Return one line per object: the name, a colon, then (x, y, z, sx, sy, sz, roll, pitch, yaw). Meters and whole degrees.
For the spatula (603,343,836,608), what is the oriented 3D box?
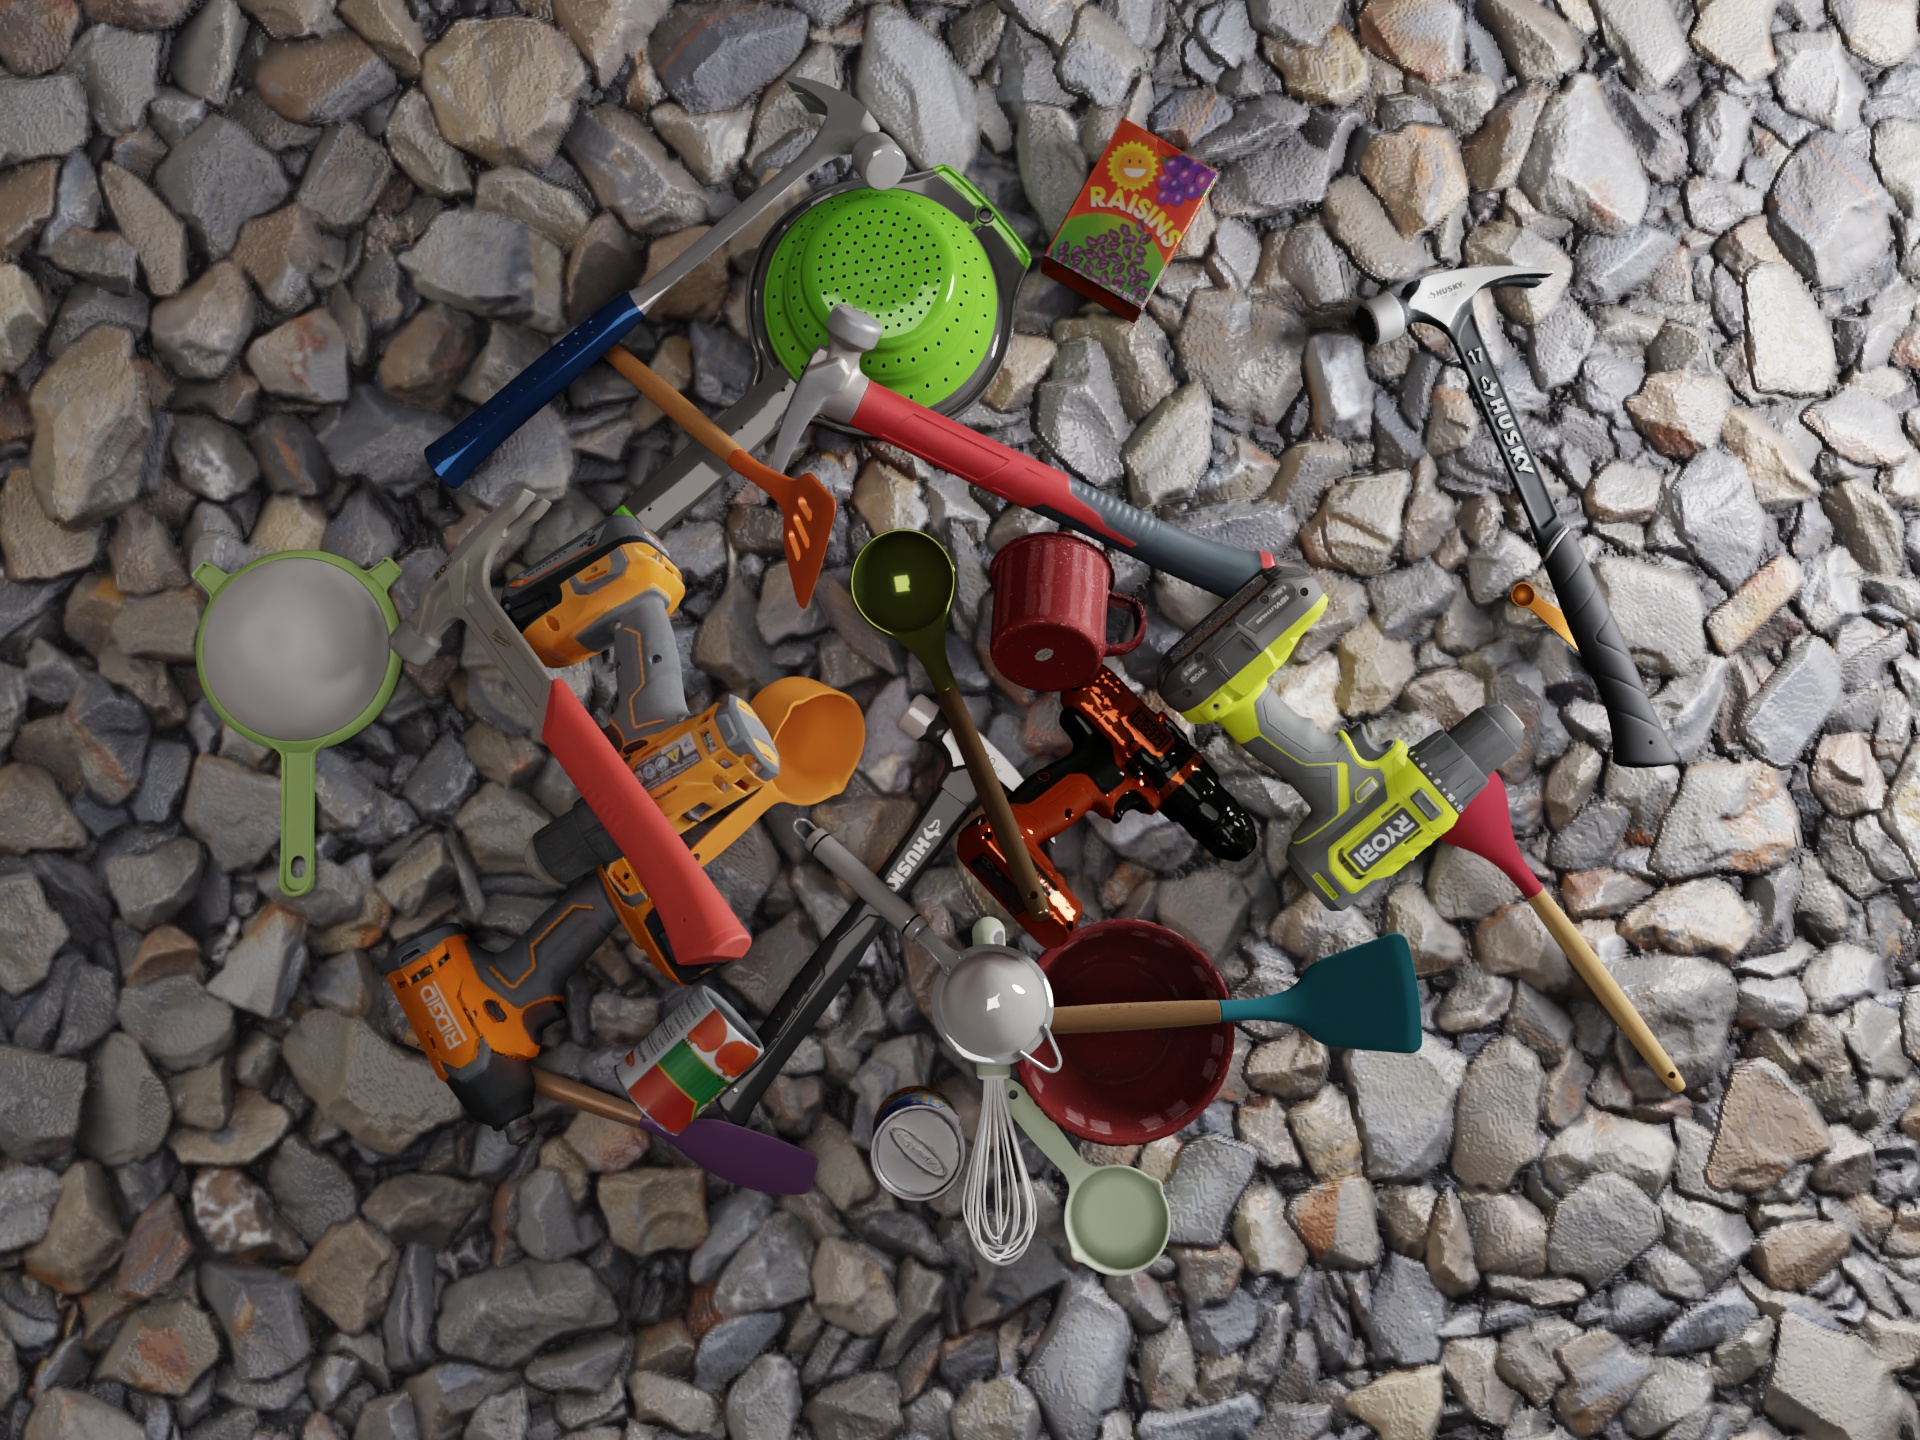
spatula: (-0.177, -0.195, 1.109, 0.323, 0.041, 0.081, 42, 126, 31)

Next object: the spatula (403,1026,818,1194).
spatula: (-0.256, 0.282, 1.157, 0.316, 0.018, 0.059, 19, 122, 2)

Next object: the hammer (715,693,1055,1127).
hammer: (-0.069, 0.155, 1.167, 0.146, 0.035, 0.335, 36, 86, 1)

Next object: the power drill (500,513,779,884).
power drill: (-0.246, -0.009, 1.109, 0.185, 0.084, 0.226, -31, 65, 6)

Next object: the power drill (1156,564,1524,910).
power drill: (0.272, 0.000, 1.144, 0.190, 0.080, 0.228, -42, 97, 10)

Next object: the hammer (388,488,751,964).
hammer: (-0.242, 0.012, 1.041, 0.149, 0.036, 0.359, -45, 66, 9)

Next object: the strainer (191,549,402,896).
strainer: (-0.486, -0.001, 1.145, 0.151, 0.069, 0.256, -1, 85, -2)

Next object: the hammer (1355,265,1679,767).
hammer: (0.443, -0.153, 1.196, 0.149, 0.036, 0.409, -22, 86, -7)

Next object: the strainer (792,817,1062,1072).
strainer: (-0.026, 0.151, 1.113, 0.258, 0.050, 0.087, 39, 65, 18)

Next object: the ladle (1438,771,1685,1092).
ladle: (0.443, 0.150, 1.190, 0.069, 0.031, 0.315, -37, 90, -1)

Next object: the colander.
colander: (-0.118, -0.260, 1.160, 0.397, 0.094, 0.204, -43, 89, -4)

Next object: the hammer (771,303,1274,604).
hammer: (0.055, -0.153, 1.155, 0.386, 0.038, 0.143, 24, 114, -13)

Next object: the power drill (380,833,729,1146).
power drill: (-0.275, 0.183, 1.126, 0.226, 0.084, 0.164, -31, 80, -3)

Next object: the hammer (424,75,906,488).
hammer: (-0.227, -0.312, 1.153, 0.405, 0.035, 0.144, -37, 52, 7)

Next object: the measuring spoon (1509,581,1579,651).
measuring spoon: (0.466, -0.066, 1.213, 0.117, 0.011, 0.021, 36, 81, -3)

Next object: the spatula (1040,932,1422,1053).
spatula: (0.156, 0.202, 1.111, 0.317, 0.044, 0.082, -4, 74, -1)

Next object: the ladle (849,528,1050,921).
ladle: (-0.002, -0.004, 1.104, 0.078, 0.062, 0.320, -22, 58, 0)

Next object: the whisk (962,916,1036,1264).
whisk: (0.024, 0.266, 1.153, 0.059, 0.057, 0.246, -12, 75, 39)

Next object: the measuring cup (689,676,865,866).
measuring cup: (-0.147, 0.039, 1.136, 0.173, 0.095, 0.052, -44, 45, -18)

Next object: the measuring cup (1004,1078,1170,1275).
measuring cup: (0.086, 0.329, 1.167, 0.083, 0.038, 0.168, -41, 72, -2)
